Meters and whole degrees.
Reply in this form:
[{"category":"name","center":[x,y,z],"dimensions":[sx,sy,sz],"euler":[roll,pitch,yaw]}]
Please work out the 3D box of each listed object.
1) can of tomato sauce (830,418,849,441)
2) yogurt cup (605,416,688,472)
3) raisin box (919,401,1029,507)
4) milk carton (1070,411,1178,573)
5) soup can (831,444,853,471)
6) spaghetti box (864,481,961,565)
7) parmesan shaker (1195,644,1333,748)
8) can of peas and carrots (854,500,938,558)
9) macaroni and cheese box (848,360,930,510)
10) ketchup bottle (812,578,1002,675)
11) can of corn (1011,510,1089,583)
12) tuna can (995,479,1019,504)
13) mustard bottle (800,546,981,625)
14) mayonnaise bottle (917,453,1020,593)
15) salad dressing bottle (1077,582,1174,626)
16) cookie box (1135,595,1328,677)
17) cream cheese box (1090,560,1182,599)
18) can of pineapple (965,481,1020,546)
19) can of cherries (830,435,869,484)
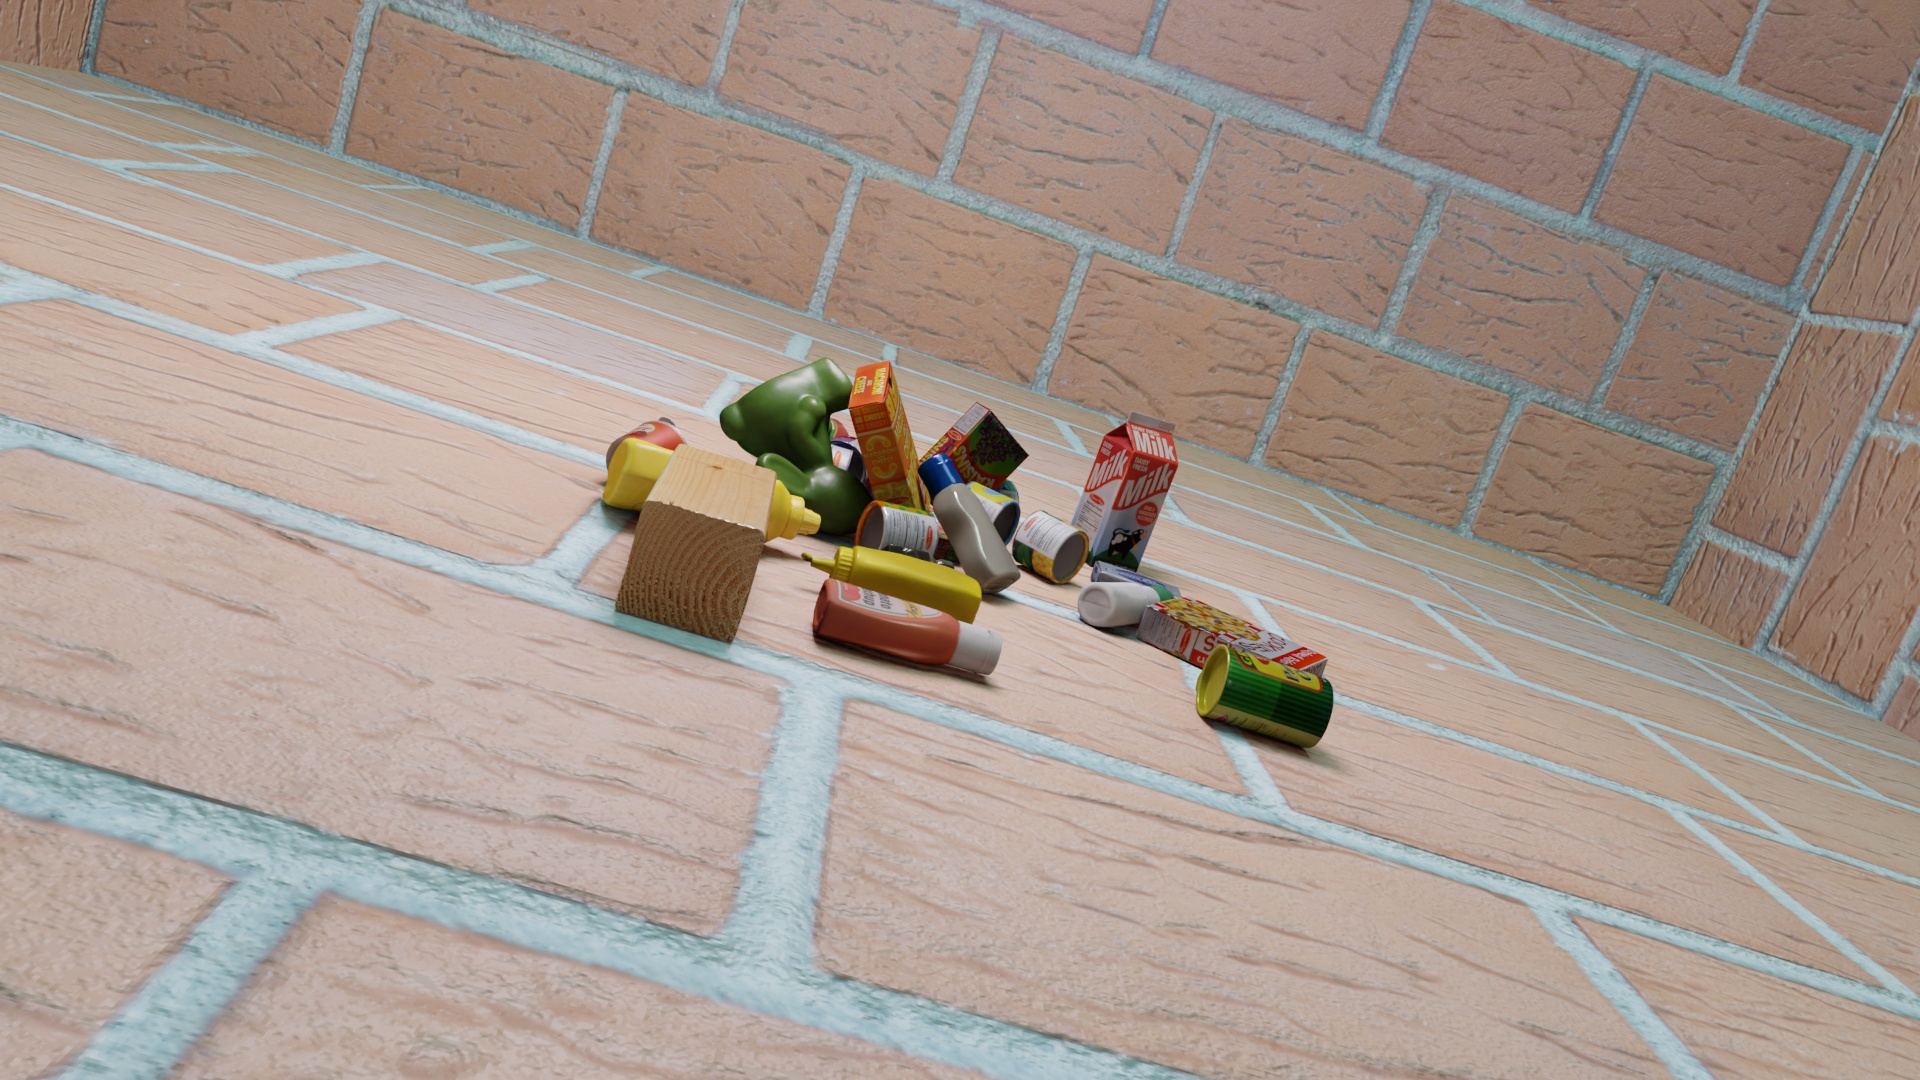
[{"category":"can of tomato sauce","center":[-0.181,-0.116,1.637],"dimensions":[0.071,0.071,0.083],"euler":[27,15,31]},{"category":"yogurt cup","center":[-0.298,-0.076,1.315],"dimensions":[0.072,0.072,0.054],"euler":[22,20,14]},{"category":"raisin box","center":[0.008,-0.086,1.610],"dimensions":[0.086,0.123,0.040],"euler":[48,-5,-37]},{"category":"milk carton","center":[0.203,-0.062,1.701],"dimensions":[0.072,0.190,0.073],"euler":[12,14,-30]},{"category":"soup can","center":[-0.167,-0.078,1.515],"dimensions":[0.084,0.071,0.071],"euler":[17,12,-7]},{"category":"spaghetti box","center":[-0.058,-0.031,1.554],"dimensions":[0.050,0.028,0.251],"euler":[13,14,-25]},{"category":"parmesan shaker","center":[0.270,0.139,1.236],"dimensions":[0.103,0.071,0.071],"euler":[18,12,-8]},{"category":"can of peas and carrots","center":[-0.063,-0.001,1.340],"dimensions":[0.059,0.070,0.071],"euler":[12,14,-29]},{"category":"macaroni and cheese box","center":[-0.070,-0.085,1.415],"dimensions":[0.040,0.165,0.124],"euler":[-12,25,6]},{"category":"ketchup bottle","center":[-0.042,0.072,1.108],"dimensions":[0.149,0.043,0.065],"euler":[17,12,-13]},{"category":"can of corn","center":[0.101,0.009,1.542],"dimensions":[0.058,0.071,0.071],"euler":[29,16,36]},{"category":"tuna can","center":[0.035,-0.045,1.665],"dimensions":[0.033,0.071,0.071],"euler":[8,17,-42]},{"category":"mustard bottle","center":[-0.063,0.036,1.214],"dimensions":[0.160,0.048,0.065],"euler":[16,13,-12]},{"category":"mayonnaise bottle","center":[0.005,-0.018,1.398],"dimensions":[0.065,0.041,0.148],"euler":[6,52,-60]},{"category":"salad dressing bottle","center":[0.178,0.066,1.459],"dimensions":[0.064,0.044,0.148],"euler":[14,7,34]},{"category":"cookie box","center":[0.281,0.111,1.430],"dimensions":[0.167,0.040,0.123],"euler":[24,13,26]},{"category":"cream cheese box","center":[0.202,0.055,1.584],"dimensions":[0.104,0.024,0.053],"euler":[19,12,-3]},{"category":"can of pineapple","center":[0.028,-0.026,1.575],"dimensions":[0.058,0.071,0.071],"euler":[26,14,28]},{"category":"can of cherries","center":[-0.137,-0.084,1.581],"dimensions":[0.071,0.071,0.058],"euler":[20,12,2]}]
